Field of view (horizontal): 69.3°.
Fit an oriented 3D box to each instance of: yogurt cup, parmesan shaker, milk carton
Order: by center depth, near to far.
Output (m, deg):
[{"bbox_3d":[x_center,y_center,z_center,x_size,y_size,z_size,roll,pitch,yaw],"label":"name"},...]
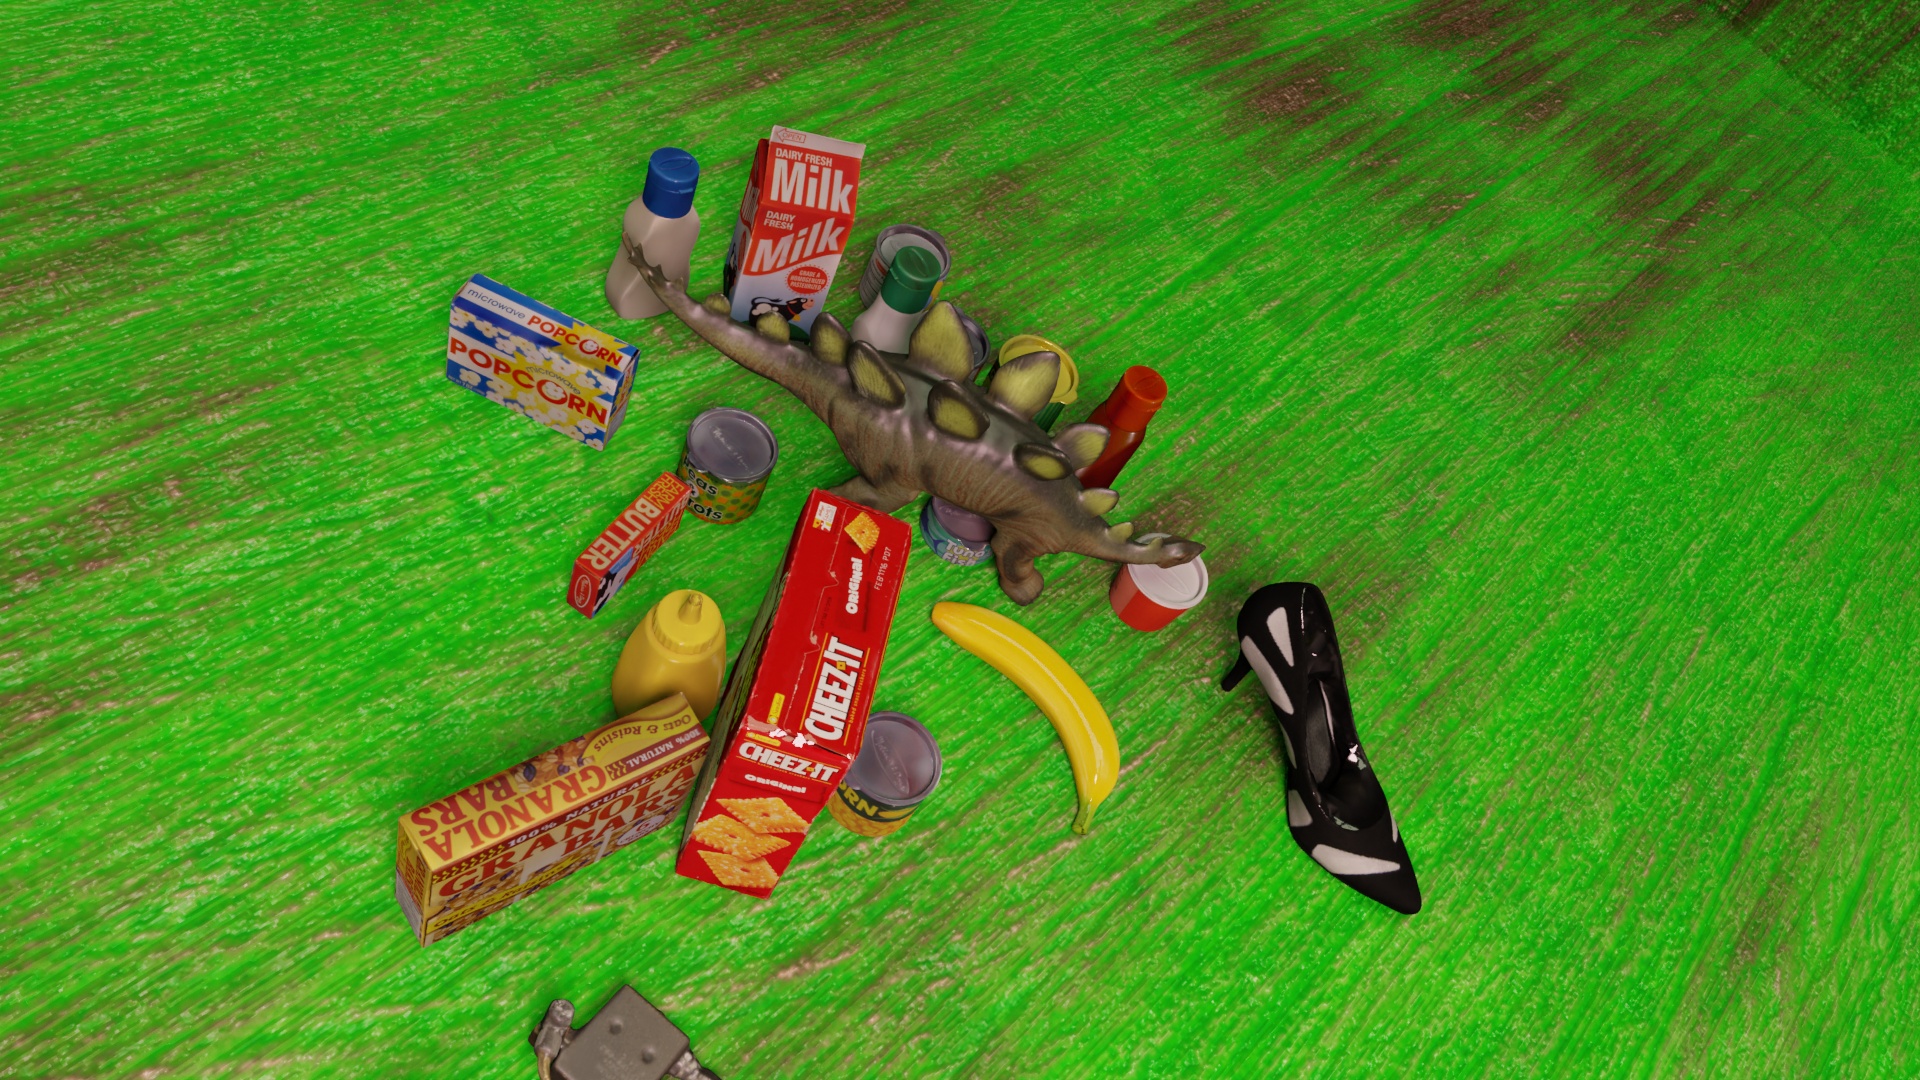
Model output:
[{"bbox_3d":[-0.131,-0.241,1.073,0.072,0.189,0.074,6,55,-20],"label":"milk carton"},{"bbox_3d":[0.152,0.036,1.089,0.072,0.053,0.073,11,53,-16],"label":"yogurt cup"},{"bbox_3d":[0.046,-0.104,1.110,0.071,0.102,0.071,12,54,-16],"label":"parmesan shaker"}]

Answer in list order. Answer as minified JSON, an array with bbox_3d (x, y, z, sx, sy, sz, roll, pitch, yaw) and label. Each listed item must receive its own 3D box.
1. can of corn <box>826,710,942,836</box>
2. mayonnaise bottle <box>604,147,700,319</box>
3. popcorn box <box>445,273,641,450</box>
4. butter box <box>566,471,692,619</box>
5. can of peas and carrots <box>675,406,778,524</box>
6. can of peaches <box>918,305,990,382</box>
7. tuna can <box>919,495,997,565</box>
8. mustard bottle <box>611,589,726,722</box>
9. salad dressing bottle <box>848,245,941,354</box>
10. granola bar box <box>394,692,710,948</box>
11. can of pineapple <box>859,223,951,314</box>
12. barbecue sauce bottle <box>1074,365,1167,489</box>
[{"bbox_3d":[-0.055,0.155,0.914,0.071,0.058,0.071,11,53,-16],"label":"can of corn"},{"bbox_3d":[-0.229,-0.231,1.052,0.065,0.147,0.041,-25,70,-34],"label":"mayonnaise bottle"},{"bbox_3d":[-0.299,-0.126,0.989,0.127,0.084,0.038,25,51,-5],"label":"popcorn box"},{"bbox_3d":[-0.227,0.002,0.951,0.024,0.052,0.104,35,51,2],"label":"butter box"},{"bbox_3d":[-0.173,-0.052,1.008,0.071,0.058,0.071,11,53,-16],"label":"can of peas and carrots"},{"bbox_3d":[-0.016,-0.150,1.145,0.071,0.057,0.071,11,53,-16],"label":"can of peaches"},{"bbox_3d":[0.004,-0.013,1.074,0.071,0.032,0.071,11,53,-16],"label":"tuna can"},{"bbox_3d":[-0.175,0.070,0.856,0.065,0.159,0.049,-11,62,-29],"label":"mustard bottle"},{"bbox_3d":[-0.055,-0.165,1.081,0.044,0.147,0.064,-13,63,-30],"label":"salad dressing bottle"},{"bbox_3d":[-0.232,0.159,0.792,0.166,0.123,0.039,-23,69,-34],"label":"granola bar box"},{"bbox_3d":[-0.046,-0.227,1.186,0.071,0.057,0.071,11,53,-16],"label":"can of pineapple"},{"bbox_3d":[0.115,-0.078,1.092,0.065,0.147,0.044,-26,70,-35],"label":"barbecue sauce bottle"}]
